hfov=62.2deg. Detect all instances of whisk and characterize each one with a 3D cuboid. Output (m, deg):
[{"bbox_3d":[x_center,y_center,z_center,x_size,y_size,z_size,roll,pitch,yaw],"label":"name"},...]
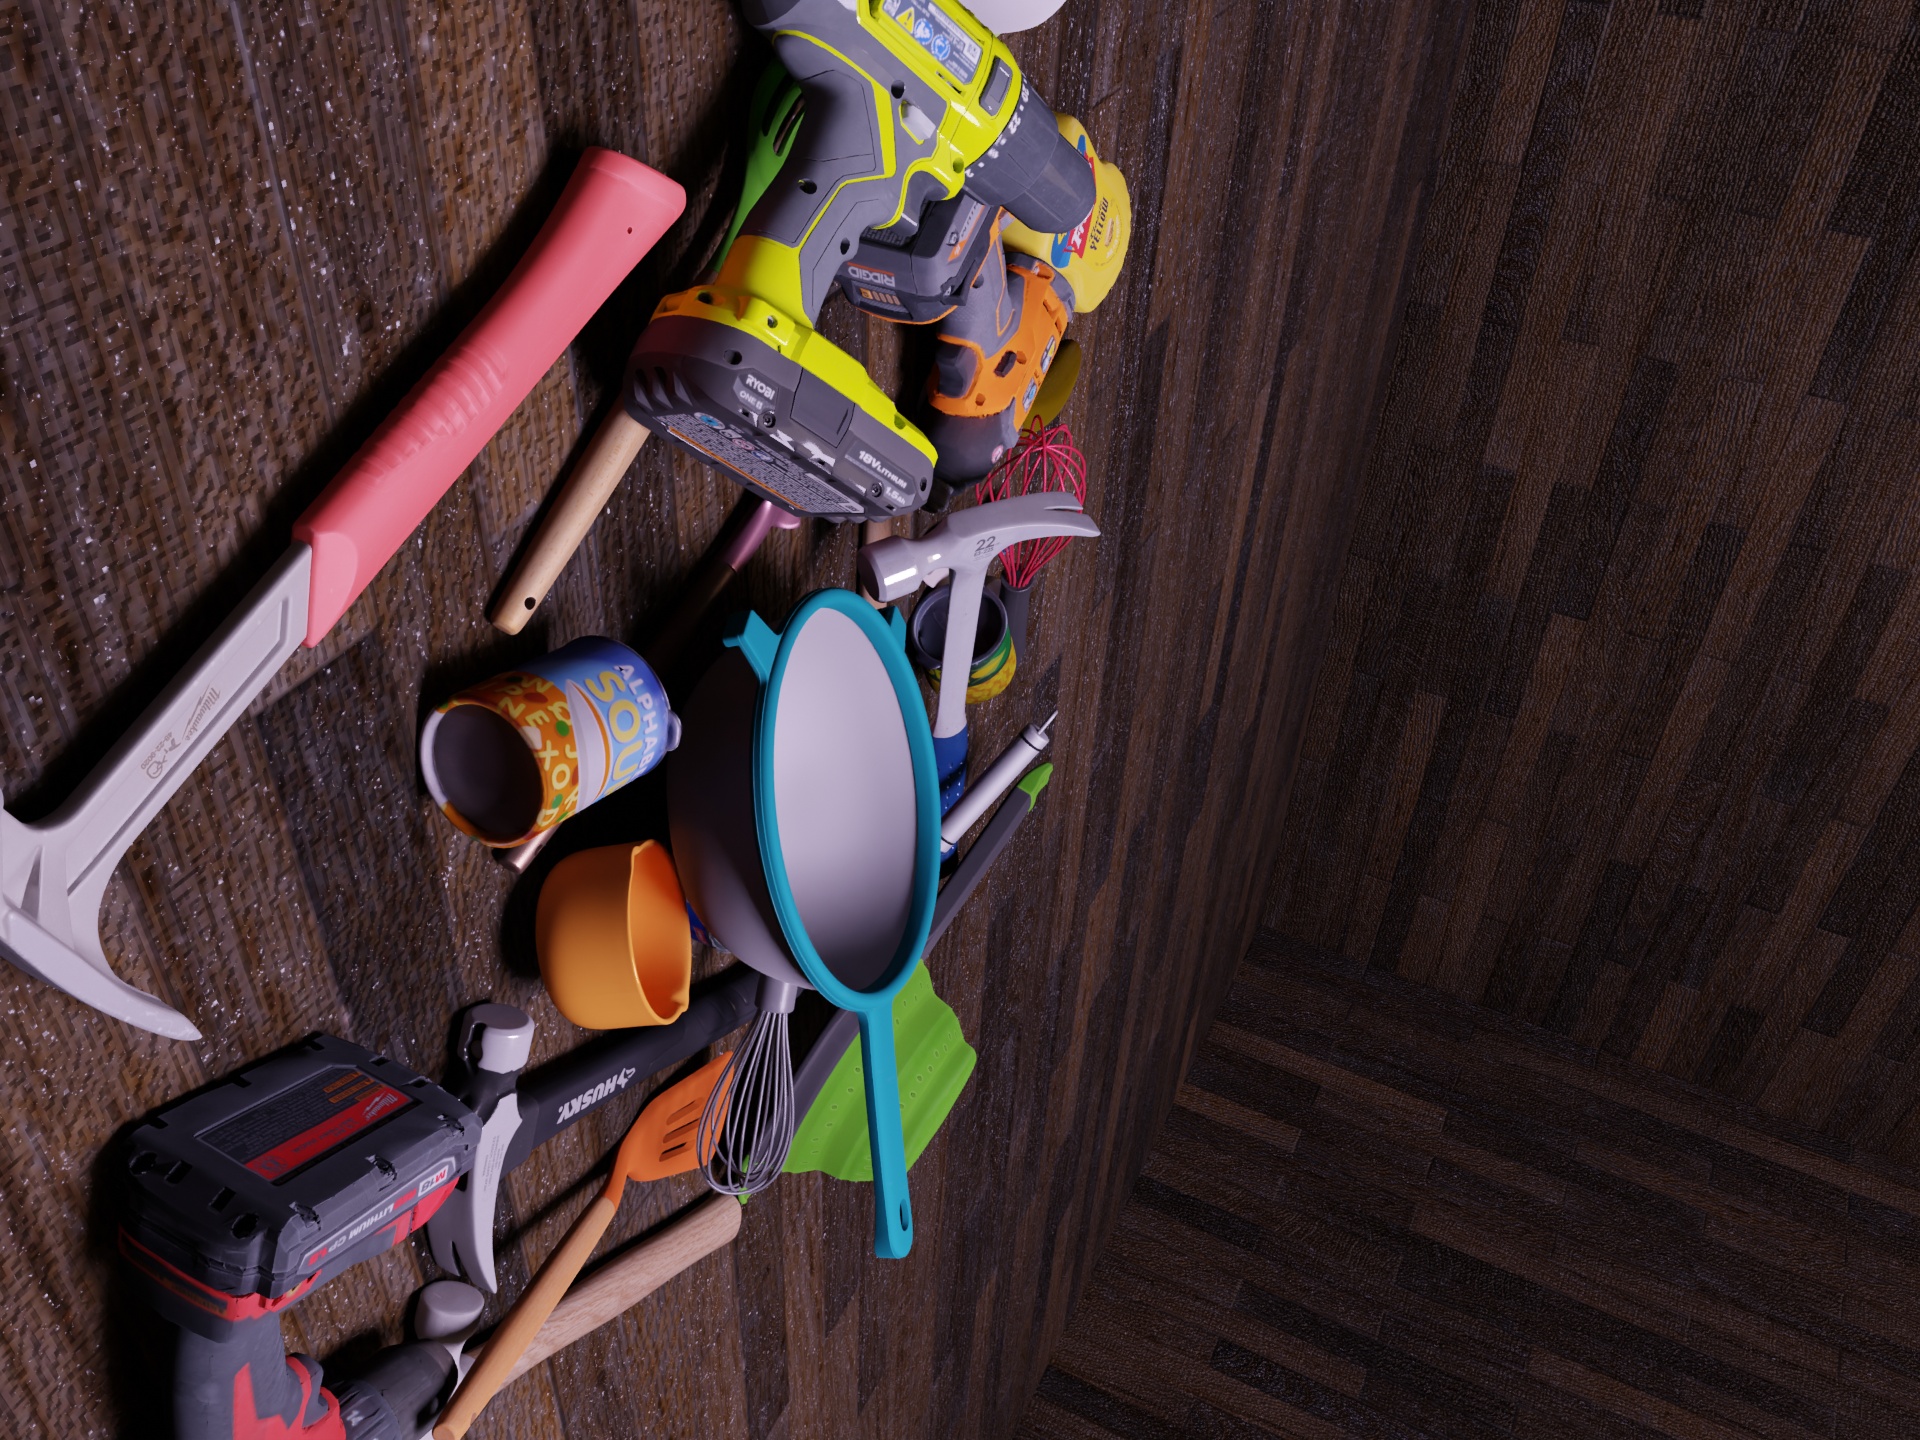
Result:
[{"bbox_3d":[-0.110,0.162,0.915,0.055,0.055,0.239,-6,109,-70],"label":"whisk"},{"bbox_3d":[0.040,-0.107,1.083,0.295,0.073,0.073,97,19,-64],"label":"whisk"}]

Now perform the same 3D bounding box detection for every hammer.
[{"bbox_3d":[-0.002,-0.003,1.053,0.144,0.035,0.405,-22,151,-18],"label":"hammer"},{"bbox_3d":[-0.173,0.187,0.881,0.334,0.035,0.146,-17,123,-68],"label":"hammer"},{"bbox_3d":[-0.200,-0.068,0.552,0.359,0.037,0.149,-60,159,-28],"label":"hammer"},{"bbox_3d":[-0.215,0.339,0.917,0.331,0.031,0.130,-1,109,-71],"label":"hammer"}]

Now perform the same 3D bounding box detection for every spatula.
[{"bbox_3d":[-0.191,0.275,0.848,0.323,0.041,0.081,-57,161,-73],"label":"spatula"}]

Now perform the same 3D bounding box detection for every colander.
[{"bbox_3d":[-0.010,0.197,1.151,0.397,0.094,0.204,-53,169,-27],"label":"colander"}]

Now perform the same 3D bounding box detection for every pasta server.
[{"bbox_3d":[-0.124,-0.052,0.782,0.316,0.040,0.060,-59,169,-28],"label":"pasta server"}]

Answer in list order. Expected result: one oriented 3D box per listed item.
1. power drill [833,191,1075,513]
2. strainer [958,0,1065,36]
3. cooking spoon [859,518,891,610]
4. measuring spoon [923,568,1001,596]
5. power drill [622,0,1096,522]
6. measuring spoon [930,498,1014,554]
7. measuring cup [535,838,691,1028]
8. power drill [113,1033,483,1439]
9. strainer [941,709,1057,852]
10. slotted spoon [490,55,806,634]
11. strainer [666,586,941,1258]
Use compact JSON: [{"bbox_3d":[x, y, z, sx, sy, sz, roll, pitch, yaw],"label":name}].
[{"bbox_3d":[-0.005,-0.222,0.873,0.164,0.084,0.226,-67,161,-12],"label":"power drill"},{"bbox_3d":[0.049,-0.472,0.804,0.151,0.069,0.256,-43,148,-54],"label":"strainer"},{"bbox_3d":[-0.058,-0.040,1.008,0.069,0.017,0.318,-51,154,-49],"label":"cooking spoon"},{"bbox_3d":[-0.004,-0.099,1.115,0.034,0.018,0.124,-54,156,8],"label":"measuring spoon"},{"bbox_3d":[-0.034,-0.206,0.692,0.190,0.080,0.228,29,76,-40],"label":"power drill"},{"bbox_3d":[0.003,-0.132,1.105,0.128,0.021,0.042,-20,130,-55],"label":"measuring spoon"},{"bbox_3d":[-0.165,0.081,0.791,0.174,0.052,0.095,-89,169,-59],"label":"measuring cup"},{"bbox_3d":[-0.259,0.245,0.636,0.188,0.080,0.226,-25,134,-65],"label":"power drill"},{"bbox_3d":[-0.020,0.085,1.095,0.258,0.050,0.087,-48,173,14],"label":"strainer"},{"bbox_3d":[-0.120,-0.173,0.691,0.070,0.031,0.314,46,66,-50],"label":"slotted spoon"},{"bbox_3d":[-0.083,0.106,0.812,0.211,0.095,0.340,-13,98,-70],"label":"strainer"}]
